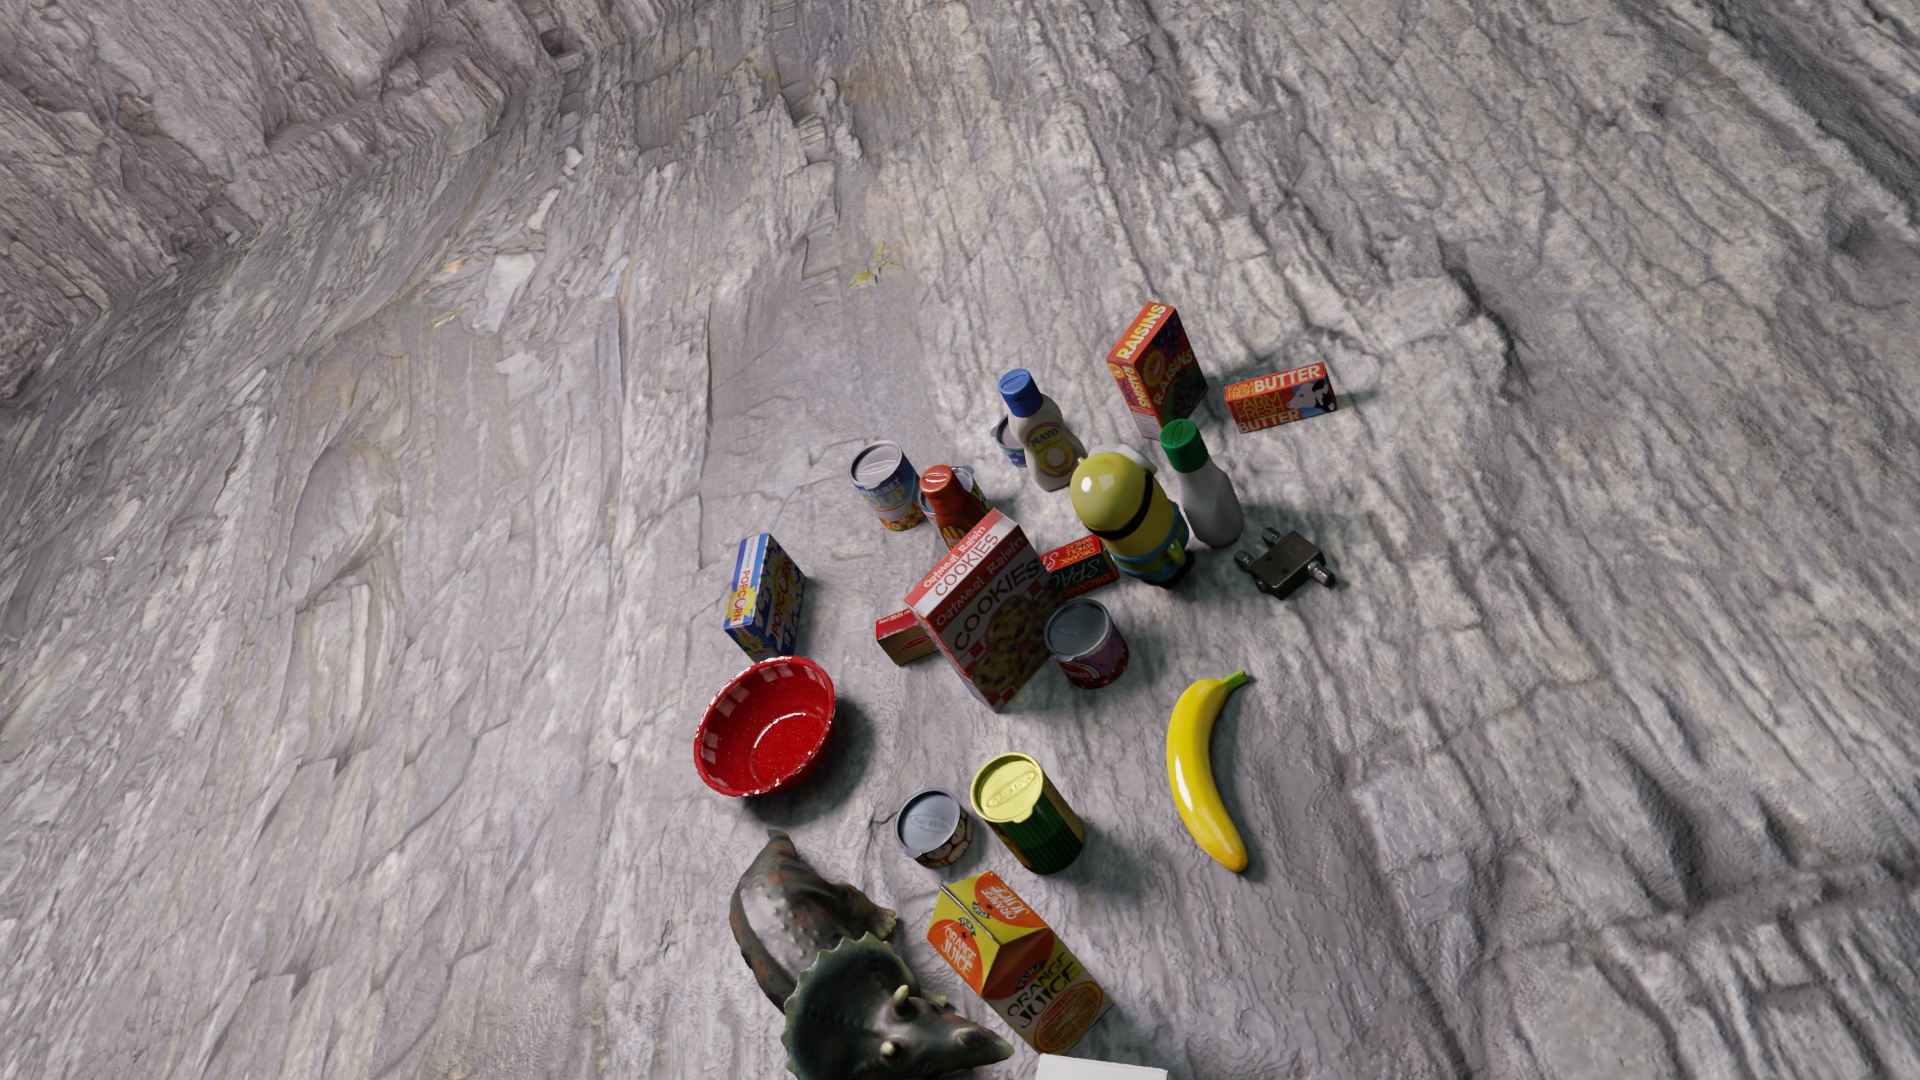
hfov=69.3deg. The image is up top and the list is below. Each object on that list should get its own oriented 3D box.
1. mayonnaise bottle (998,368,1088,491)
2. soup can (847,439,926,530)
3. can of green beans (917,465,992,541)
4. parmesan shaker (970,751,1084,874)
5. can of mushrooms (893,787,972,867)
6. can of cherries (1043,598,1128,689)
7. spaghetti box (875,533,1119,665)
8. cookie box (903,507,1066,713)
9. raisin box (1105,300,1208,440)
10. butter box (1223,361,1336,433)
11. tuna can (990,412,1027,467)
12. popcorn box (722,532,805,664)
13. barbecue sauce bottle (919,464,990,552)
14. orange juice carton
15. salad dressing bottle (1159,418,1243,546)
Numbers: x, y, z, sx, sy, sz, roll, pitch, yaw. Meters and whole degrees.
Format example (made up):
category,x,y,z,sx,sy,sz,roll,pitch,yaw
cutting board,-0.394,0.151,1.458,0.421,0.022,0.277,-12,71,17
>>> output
category,x,y,z,sx,sy,sz,roll,pitch,yaw
mayonnaise bottle,0.083,-0.117,1.457,0.065,0.147,0.041,-28,44,6
soup can,-0.078,-0.058,1.543,0.071,0.083,0.072,-16,46,17
can of green beans,-0.005,-0.037,1.502,0.071,0.057,0.071,-16,46,17
parmesan shaker,0.060,0.237,1.190,0.071,0.102,0.072,-16,46,17
can of mushrooms,-0.026,0.264,1.265,0.071,0.033,0.071,-16,46,17
can of cherries,0.118,0.100,1.310,0.071,0.058,0.072,-16,46,17
spaghetti box,0.036,0.060,1.398,0.250,0.050,0.029,-22,45,11
cookie box,0.032,0.068,1.309,0.123,0.166,0.040,-46,45,-13
raisin box,0.207,-0.176,1.456,0.040,0.123,0.086,21,65,40
butter box,0.325,-0.144,1.412,0.103,0.053,0.024,-13,47,20
tuna can,0.071,-0.115,1.546,0.071,0.032,0.071,-16,46,17
popcorn box,-0.211,0.066,1.509,0.038,0.085,0.127,-13,47,20
barbecue sauce bottle,0.005,-0.018,1.413,0.065,0.148,0.044,2,54,32
orange juice carton,0.040,0.321,1.062,0.073,0.192,0.072,-44,44,-11
salad dressing bottle,0.228,-0.055,1.320,0.044,0.147,0.064,3,54,32
